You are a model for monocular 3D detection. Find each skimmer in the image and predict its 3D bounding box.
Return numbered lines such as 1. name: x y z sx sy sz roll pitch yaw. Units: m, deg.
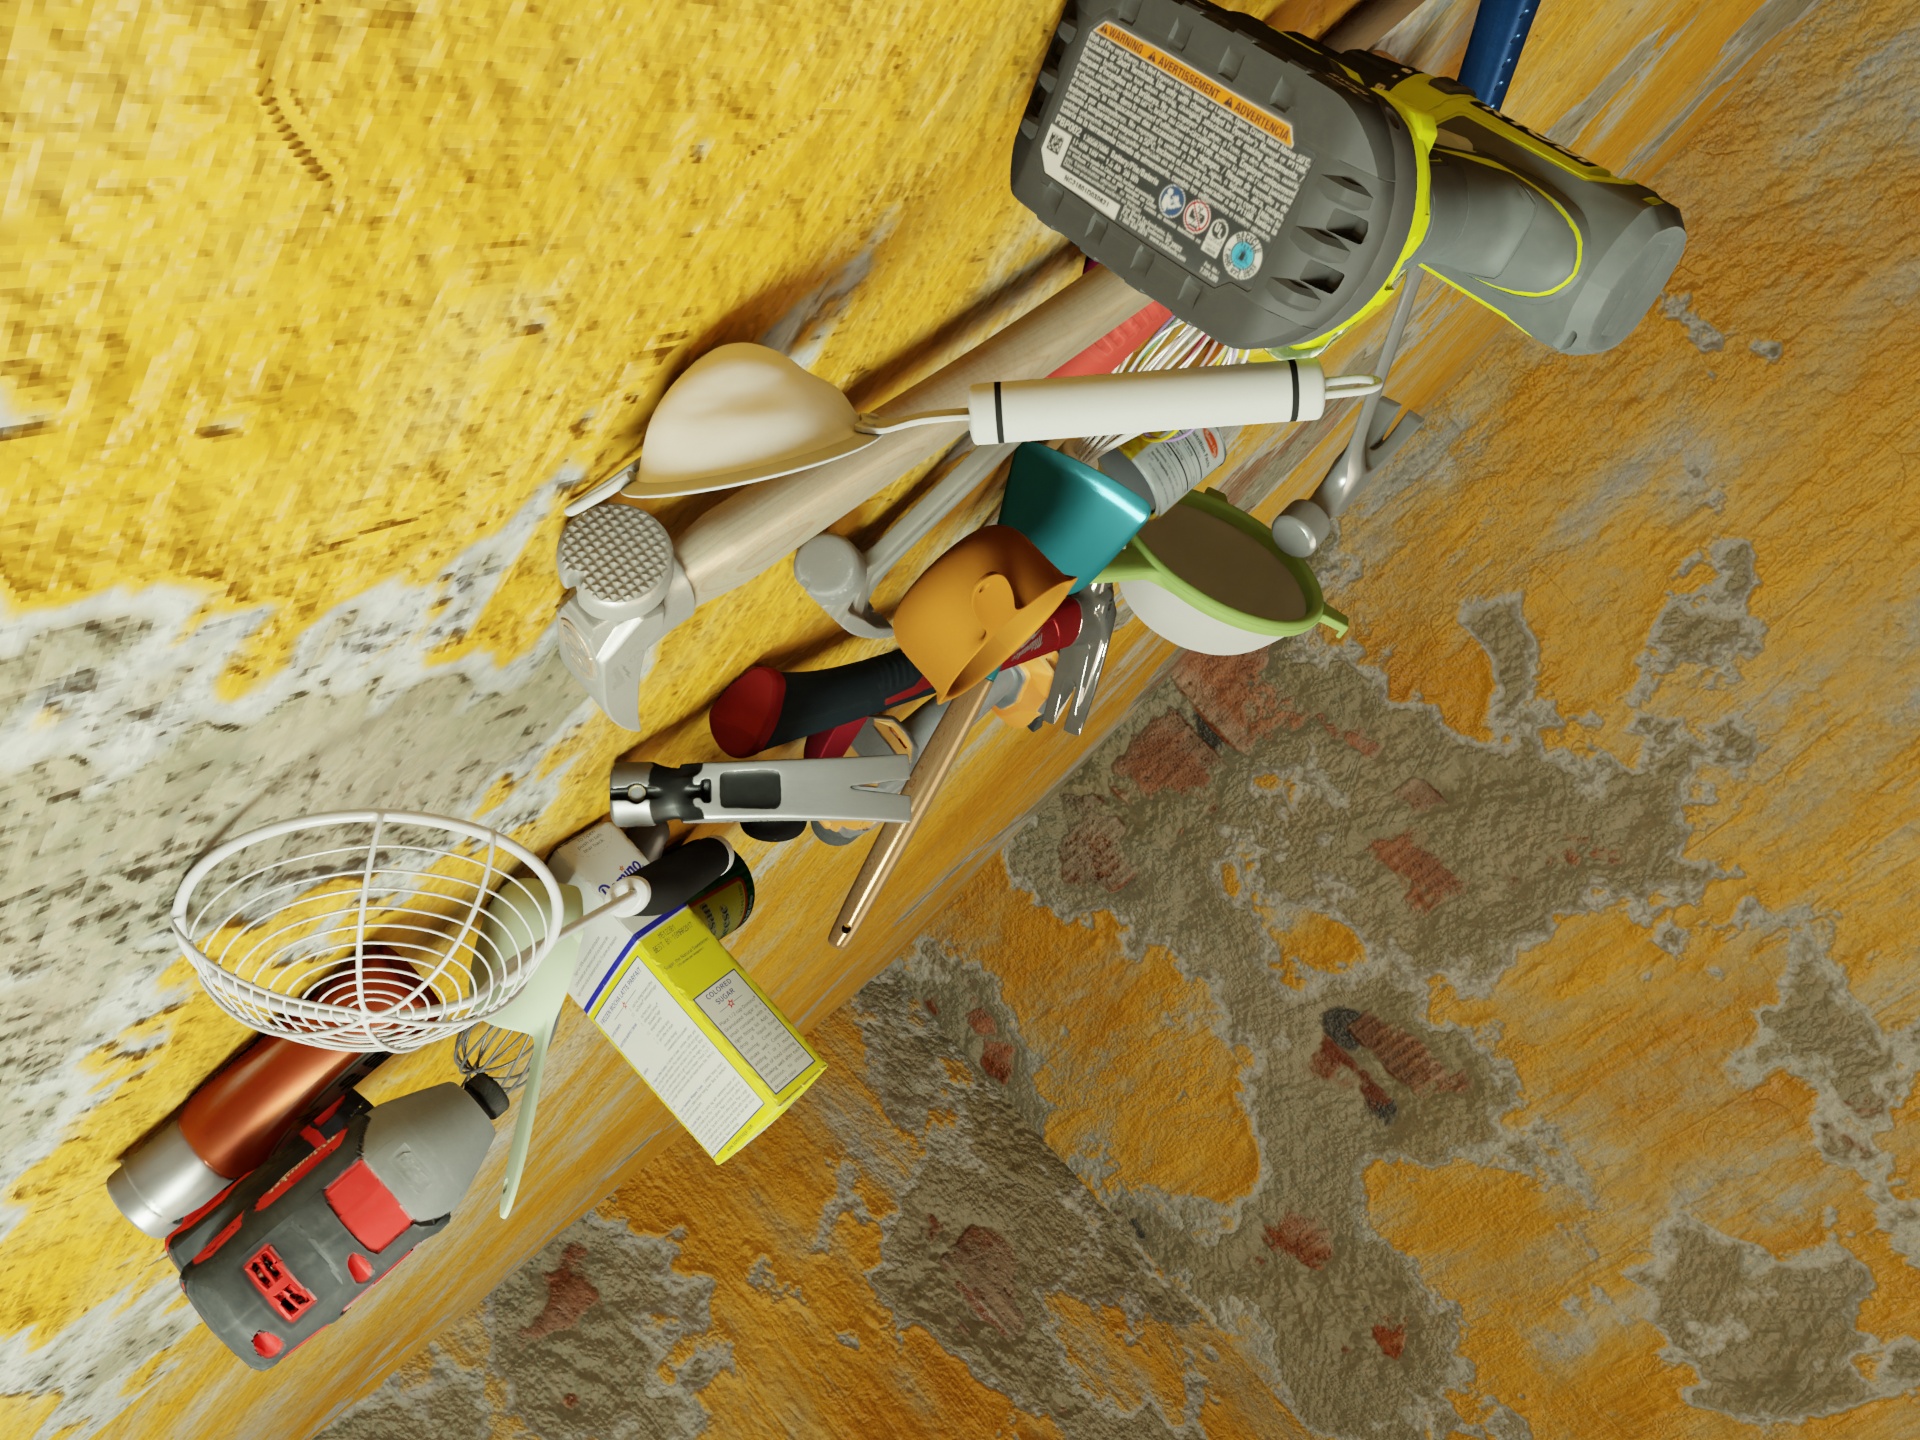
1. skimmer: -0.179 0.062 0.683 0.127 0.090 0.363 -26 180 12

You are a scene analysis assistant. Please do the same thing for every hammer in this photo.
1. hammer: -0.013 -0.021 0.970 0.386 0.038 0.143 -21 130 -53
2. hammer: -0.107 0.051 0.931 0.146 0.035 0.334 -2 174 -4
3. hammer: 0.065 -0.176 0.781 0.359 0.037 0.149 -43 172 3
4. hammer: 0.270 -0.269 0.929 0.144 0.035 0.405 -45 158 -28
5. hammer: 0.012 -0.138 0.651 0.410 0.038 0.146 -38 172 -21

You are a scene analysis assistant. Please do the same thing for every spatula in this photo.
1. spatula: -0.001 -0.003 0.910 0.317 0.082 0.044 -62 -177 9

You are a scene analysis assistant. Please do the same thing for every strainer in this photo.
1. strainer: 0.000 -0.097 0.494 0.258 0.050 0.087 -4 -158 3
2. strainer: 0.119 -0.081 1.016 0.256 0.152 0.069 -8 139 -40

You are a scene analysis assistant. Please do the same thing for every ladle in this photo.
1. ladle: 0.006 -0.074 1.057 0.315 0.031 0.069 -43 169 -14

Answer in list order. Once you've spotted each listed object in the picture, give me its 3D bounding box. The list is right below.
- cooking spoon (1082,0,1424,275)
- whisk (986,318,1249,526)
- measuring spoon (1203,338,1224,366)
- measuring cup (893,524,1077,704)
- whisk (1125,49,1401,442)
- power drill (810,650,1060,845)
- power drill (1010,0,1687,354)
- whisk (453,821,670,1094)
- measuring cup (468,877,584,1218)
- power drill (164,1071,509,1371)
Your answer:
1. cooking spoon: 0.169 -0.300 0.710 0.319 0.017 0.068 -42 171 -9
2. whisk: 0.072 -0.153 0.890 0.246 0.059 0.058 -43 -171 41
3. measuring spoon: 0.152 -0.225 0.972 0.117 0.011 0.021 -69 175 -74
4. measuring cup: 0.003 -0.064 0.765 0.095 0.052 0.173 -42 170 -1
5. whisk: 0.153 -0.248 0.853 0.047 0.051 0.245 -87 -156 -46
6. power drill: -0.019 0.010 1.195 0.226 0.084 0.185 -36 172 -23
7. power drill: 0.126 -0.195 0.551 0.228 0.191 0.080 -16 140 -46
8. whisk: -0.235 0.141 0.932 0.239 0.055 0.055 -52 169 24
9. measuring cup: -0.218 0.152 0.764 0.083 0.038 0.168 -43 -144 46
10. power drill: -0.289 0.221 0.735 0.143 0.078 0.219 -42 -172 -32
